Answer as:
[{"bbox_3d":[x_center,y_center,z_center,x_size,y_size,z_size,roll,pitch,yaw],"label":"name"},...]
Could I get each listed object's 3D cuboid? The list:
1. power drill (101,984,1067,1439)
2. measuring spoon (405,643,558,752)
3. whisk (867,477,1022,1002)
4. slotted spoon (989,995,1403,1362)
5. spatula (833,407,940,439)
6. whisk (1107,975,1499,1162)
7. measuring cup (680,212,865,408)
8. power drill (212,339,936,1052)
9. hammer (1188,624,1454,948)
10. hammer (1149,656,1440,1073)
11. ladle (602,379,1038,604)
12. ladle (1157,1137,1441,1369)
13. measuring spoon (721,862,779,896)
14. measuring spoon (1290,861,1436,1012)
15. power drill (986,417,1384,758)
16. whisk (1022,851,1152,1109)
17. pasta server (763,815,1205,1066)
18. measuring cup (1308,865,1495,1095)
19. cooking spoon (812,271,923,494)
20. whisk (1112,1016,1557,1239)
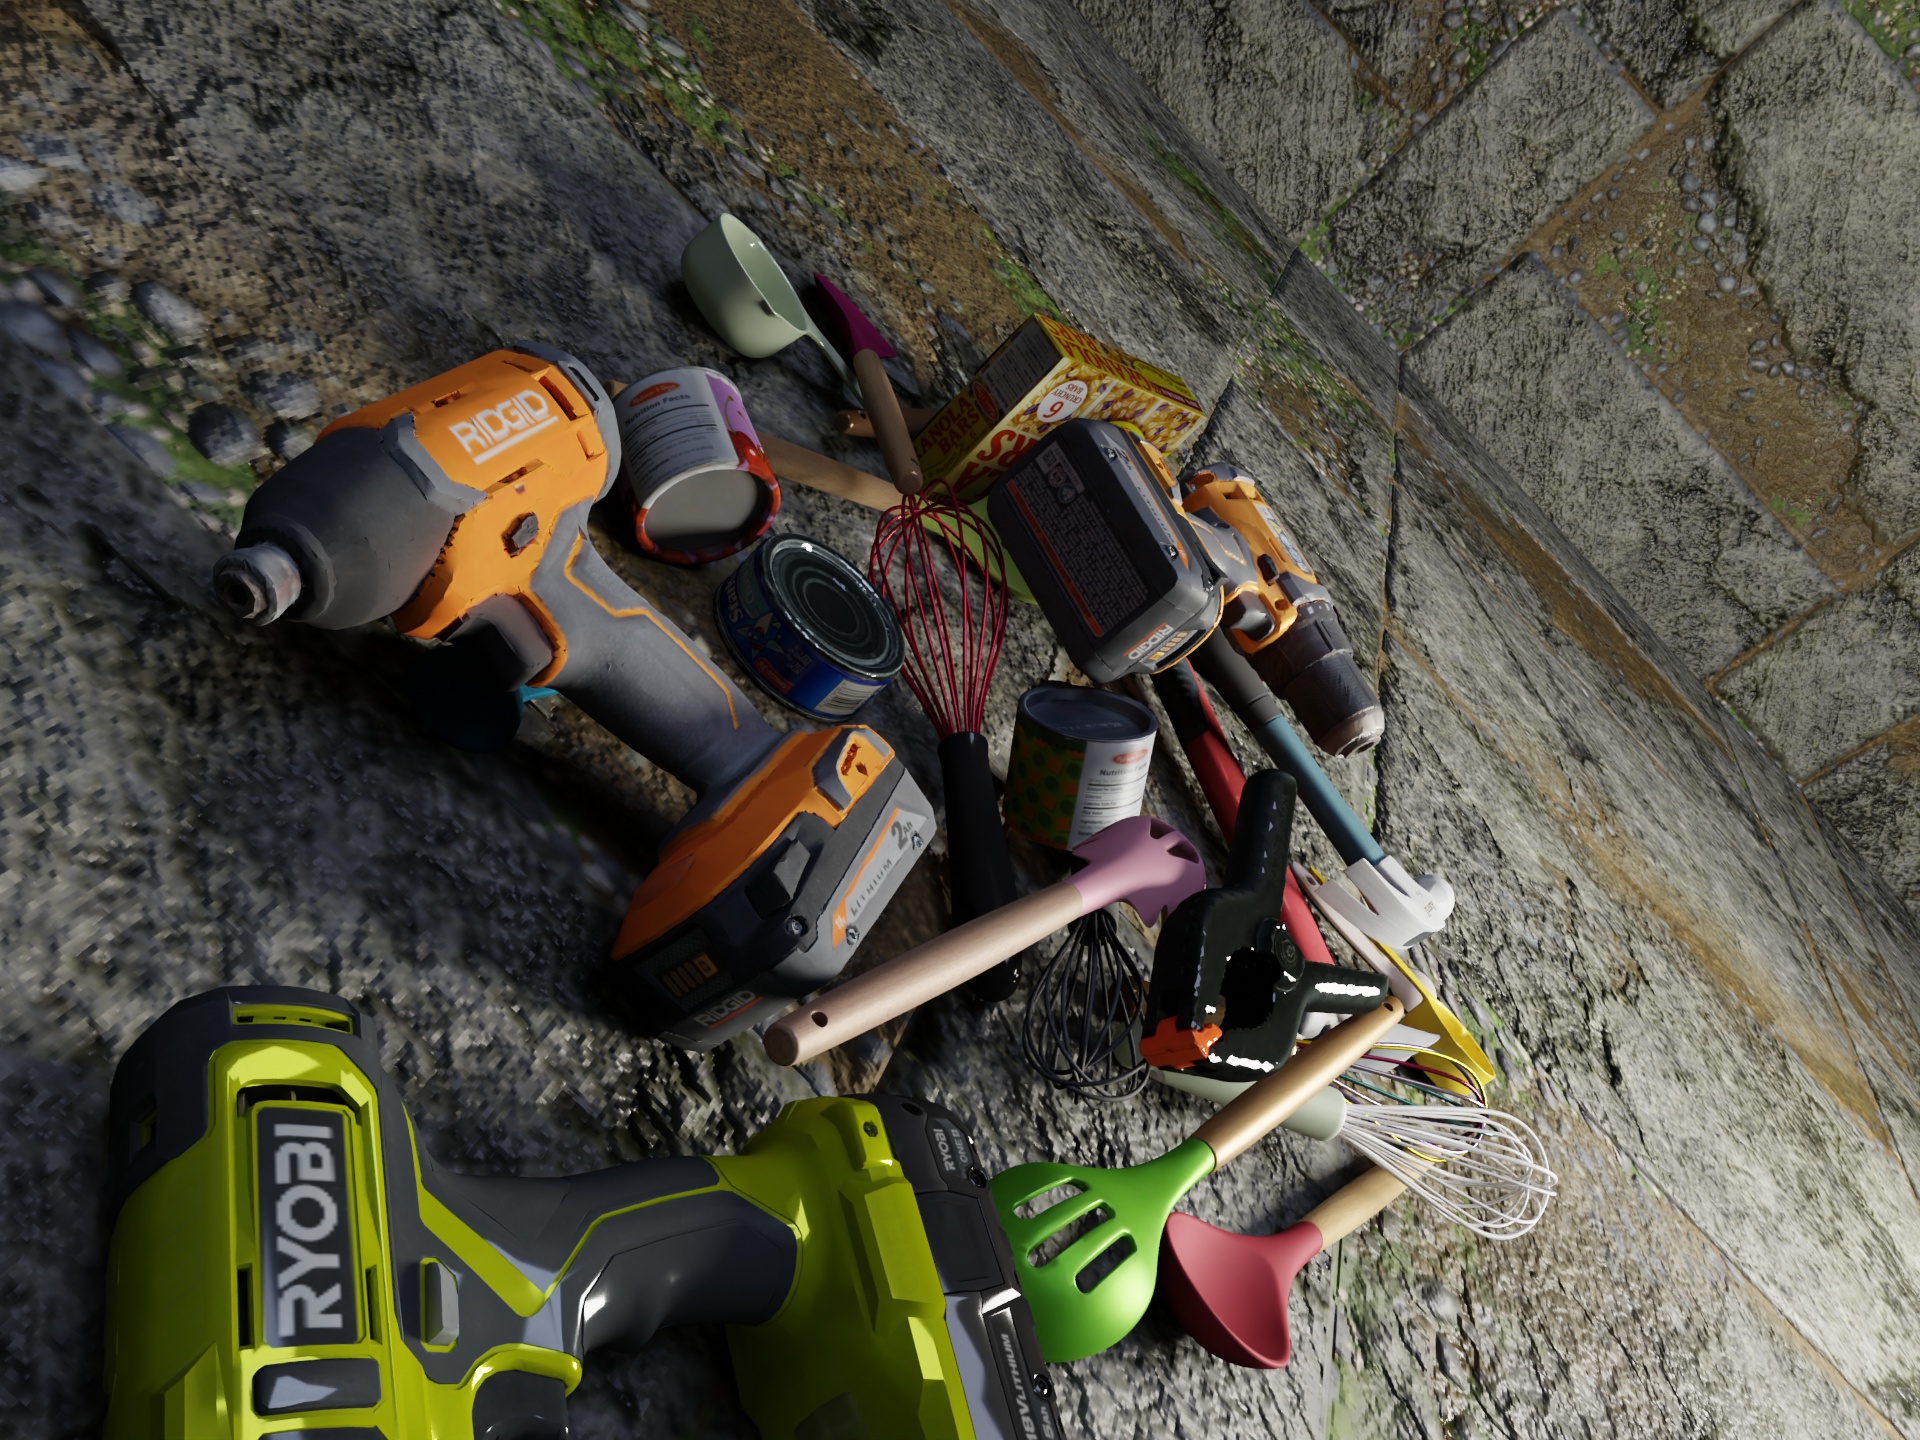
[{"bbox_3d":[-0.086,0.159,0.387,0.223,0.080,0.171,16,40,-40],"label":"power drill"},{"bbox_3d":[-0.148,-0.023,0.583,0.042,0.021,0.128,50,29,4],"label":"measuring spoon"},{"bbox_3d":[-0.001,-0.002,0.733,0.073,0.073,0.296,26,40,-36],"label":"whisk"},{"bbox_3d":[0.108,0.164,0.642,0.070,0.031,0.313,44,34,23],"label":"slotted spoon"},{"bbox_3d":[0.010,-0.195,1.005,0.082,0.044,0.317,53,26,8],"label":"spatula"},{"bbox_3d":[0.170,0.168,0.764,0.244,0.047,0.051,22,18,-26],"label":"whisk"},{"bbox_3d":[-0.097,-0.210,0.897,0.167,0.038,0.083,46,20,-42],"label":"measuring cup"},{"bbox_3d":[-0.121,-0.007,0.512,0.226,0.084,0.164,51,32,-9],"label":"power drill"},{"bbox_3d":[0.172,-0.009,0.935,0.331,0.033,0.128,56,25,11],"label":"hammer"},{"bbox_3d":[0.159,0.029,0.944,0.143,0.038,0.387,22,37,-42],"label":"hammer"},{"bbox_3d":[-0.042,-0.126,0.836,0.320,0.062,0.078,14,67,-43],"label":"ladle"},{"bbox_3d":[0.165,0.224,0.714,0.069,0.031,0.315,52,25,23],"label":"ladle"},{"bbox_3d":[-0.067,0.045,0.631,0.021,0.011,0.117,45,31,2],"label":"measuring spoon"},{"bbox_3d":[0.245,0.129,0.960,0.124,0.018,0.034,48,28,0],"label":"measuring spoon"},{"bbox_3d":[0.132,-0.062,0.834,0.226,0.084,0.185,2,54,-54],"label":"power drill"},{"bbox_3d":[0.063,0.091,0.718,0.055,0.055,0.239,41,24,-13],"label":"whisk"},{"bbox_3d":[0.023,0.079,0.591,0.060,0.040,0.316,44,26,18],"label":"pasta server"},{"bbox_3d":[0.247,0.152,0.927,0.157,0.029,0.062,51,15,21],"label":"measuring cup"},{"bbox_3d":[-0.051,-0.194,0.894,0.068,0.017,0.319,40,16,-28],"label":"cooking spoon"},{"bbox_3d":[0.176,0.183,0.730,0.246,0.058,0.059,23,71,-18],"label":"whisk"}]
